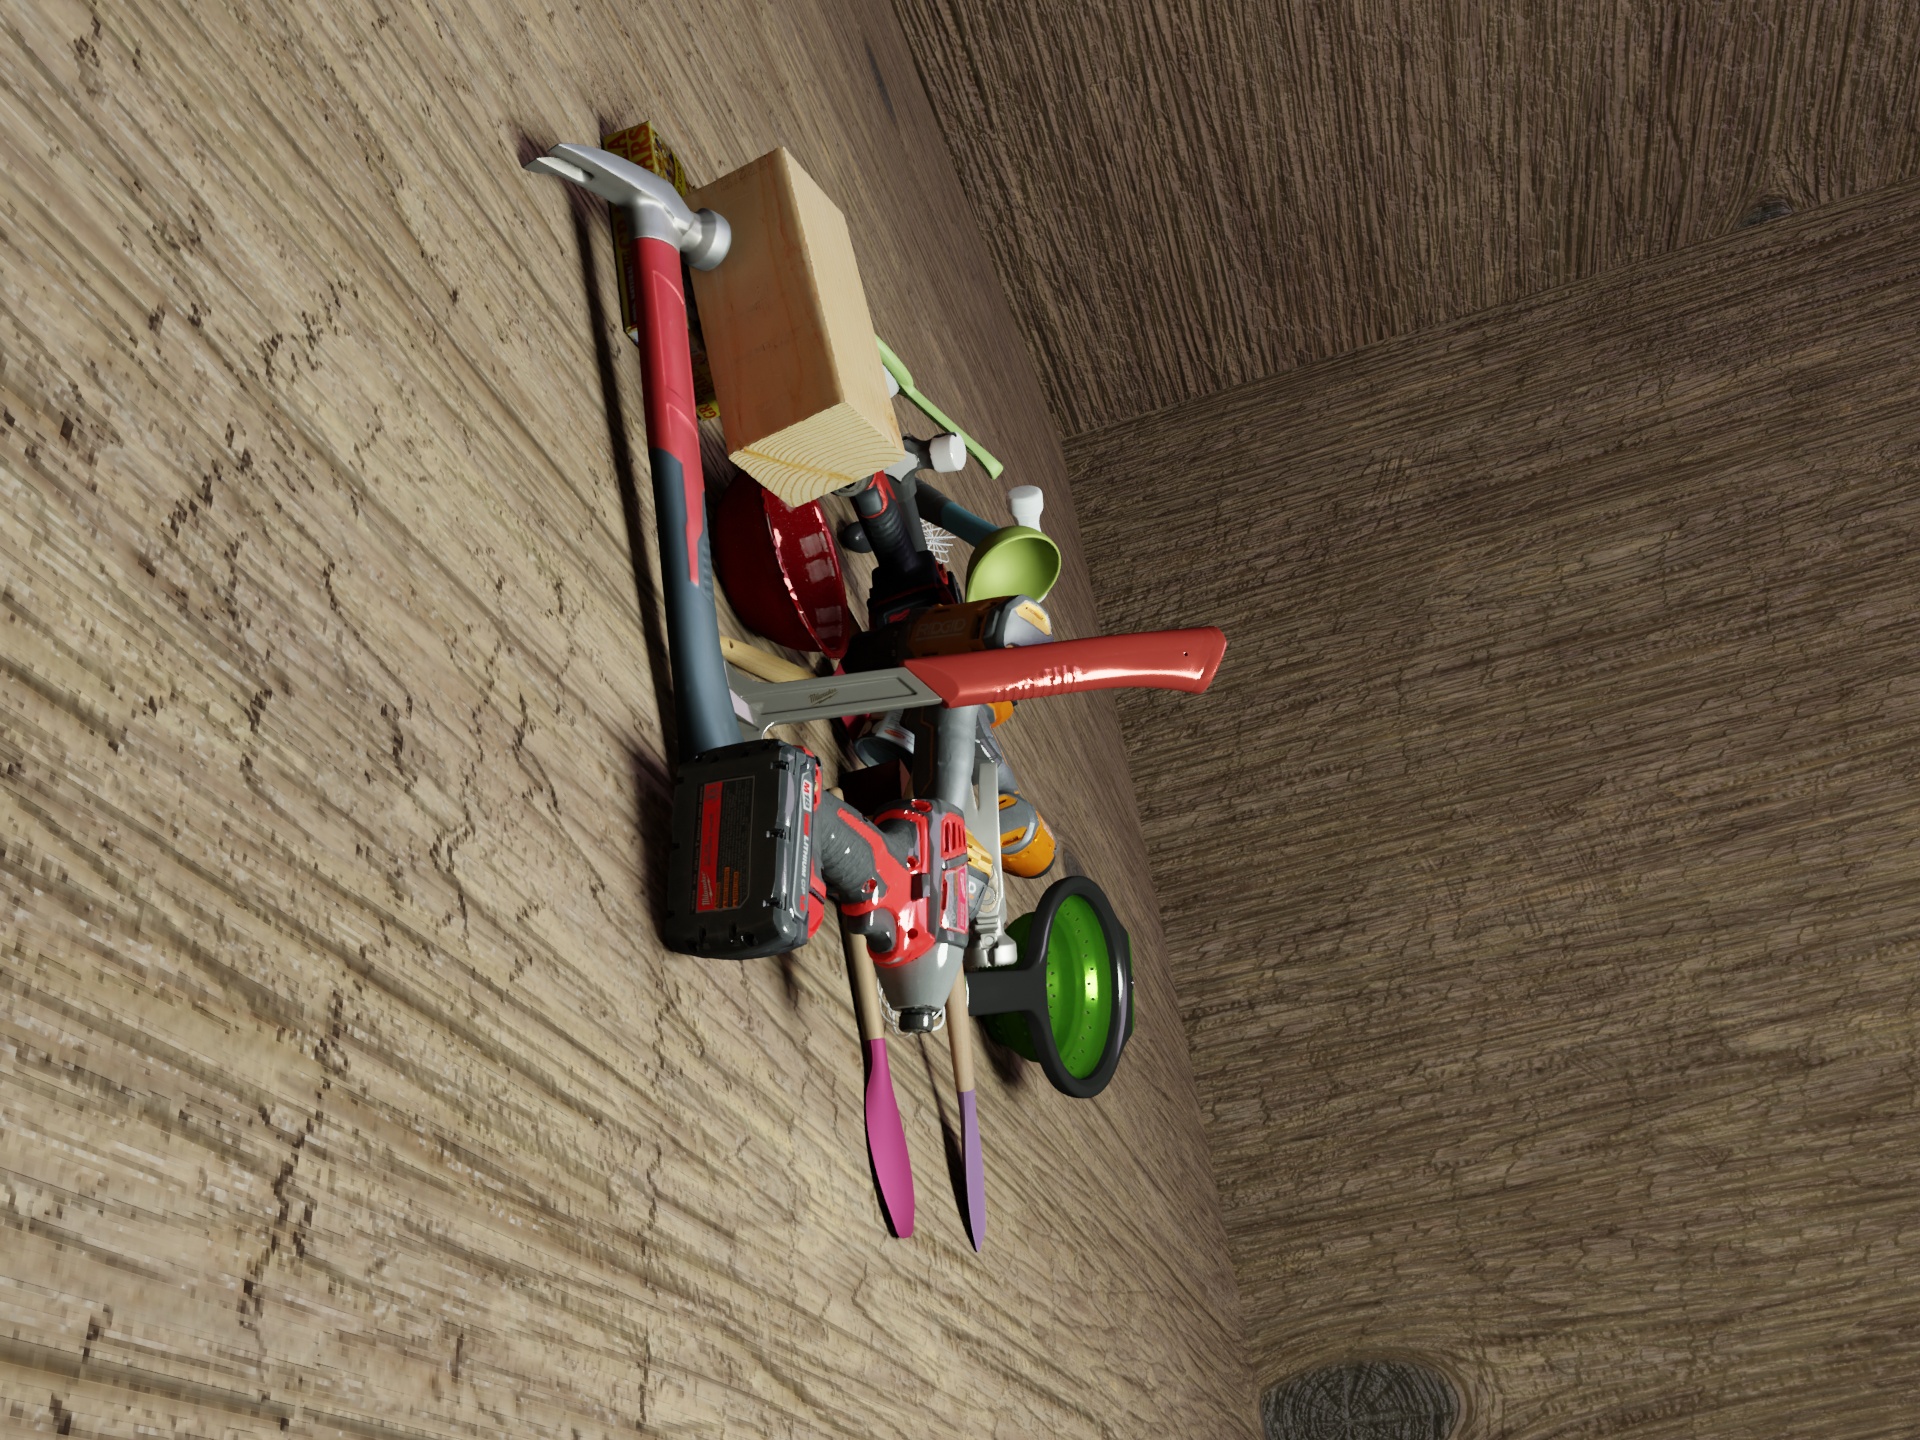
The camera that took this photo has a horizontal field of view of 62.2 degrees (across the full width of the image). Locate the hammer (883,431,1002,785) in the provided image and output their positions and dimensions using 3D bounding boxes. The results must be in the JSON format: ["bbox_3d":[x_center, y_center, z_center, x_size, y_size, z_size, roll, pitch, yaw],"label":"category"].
[{"bbox_3d":[-0.030,-0.087,1.395,0.035,0.146,0.334,-60,139,-54],"label":"hammer"}]

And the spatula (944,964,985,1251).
[{"bbox_3d":[0.000,0.263,1.237,0.060,0.018,0.316,-47,132,-76],"label":"spatula"}]

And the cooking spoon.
[{"bbox_3d":[-0.065,0.199,1.120,0.068,0.017,0.319,46,31,-70],"label":"cooking spoon"}]

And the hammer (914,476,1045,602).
[{"bbox_3d":[-0.016,-0.189,1.434,0.331,0.033,0.128,38,-37,51],"label":"hammer"}]

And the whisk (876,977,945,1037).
[{"bbox_3d":[-0.041,0.151,1.241,0.057,0.059,0.247,25,29,-21],"label":"whisk"}]

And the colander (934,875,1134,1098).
[{"bbox_3d":[0.041,0.241,1.428,0.396,0.094,0.204,14,72,-61],"label":"colander"}]

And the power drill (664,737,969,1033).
[{"bbox_3d":[-0.068,0.099,0.915,0.219,0.078,0.143,27,58,-54],"label":"power drill"}]

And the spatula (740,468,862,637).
[{"bbox_3d":[-0.106,-0.084,1.303,0.081,0.041,0.322,-95,160,-47],"label":"spatula"}]

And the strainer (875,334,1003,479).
[{"bbox_3d":[-0.078,-0.282,1.390,0.256,0.069,0.151,41,-2,-4],"label":"strainer"}]

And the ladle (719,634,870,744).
[{"bbox_3d":[-0.117,-0.030,1.163,0.315,0.031,0.069,26,53,-73],"label":"ladle"}]

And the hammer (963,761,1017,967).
[{"bbox_3d":[0.013,0.119,1.331,0.410,0.038,0.146,101,-15,-85],"label":"hammer"}]

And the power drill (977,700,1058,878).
[{"bbox_3d":[0.036,0.051,1.600,0.164,0.084,0.227,54,16,-64],"label":"power drill"}]

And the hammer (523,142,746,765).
[{"bbox_3d":[-0.179,-0.150,0.942,0.143,0.038,0.386,11,67,-53],"label":"hammer"}]

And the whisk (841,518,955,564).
[{"bbox_3d":[-0.064,-0.178,1.568,0.284,0.070,0.070,-21,95,-74],"label":"whisk"}]

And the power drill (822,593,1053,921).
[{"bbox_3d":[-0.037,0.022,1.127,0.084,0.185,0.226,31,66,-41],"label":"power drill"}]

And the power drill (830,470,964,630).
[{"bbox_3d":[-0.063,-0.148,1.235,0.188,0.080,0.226,-101,171,-61],"label":"power drill"}]

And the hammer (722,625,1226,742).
[{"bbox_3d":[0.009,-0.037,1.037,0.036,0.359,0.149,138,-59,-65],"label":"hammer"}]

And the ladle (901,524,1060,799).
[{"bbox_3d":[-0.002,-0.004,1.196,0.078,0.062,0.320,40,64,-48],"label":"ladle"}]
